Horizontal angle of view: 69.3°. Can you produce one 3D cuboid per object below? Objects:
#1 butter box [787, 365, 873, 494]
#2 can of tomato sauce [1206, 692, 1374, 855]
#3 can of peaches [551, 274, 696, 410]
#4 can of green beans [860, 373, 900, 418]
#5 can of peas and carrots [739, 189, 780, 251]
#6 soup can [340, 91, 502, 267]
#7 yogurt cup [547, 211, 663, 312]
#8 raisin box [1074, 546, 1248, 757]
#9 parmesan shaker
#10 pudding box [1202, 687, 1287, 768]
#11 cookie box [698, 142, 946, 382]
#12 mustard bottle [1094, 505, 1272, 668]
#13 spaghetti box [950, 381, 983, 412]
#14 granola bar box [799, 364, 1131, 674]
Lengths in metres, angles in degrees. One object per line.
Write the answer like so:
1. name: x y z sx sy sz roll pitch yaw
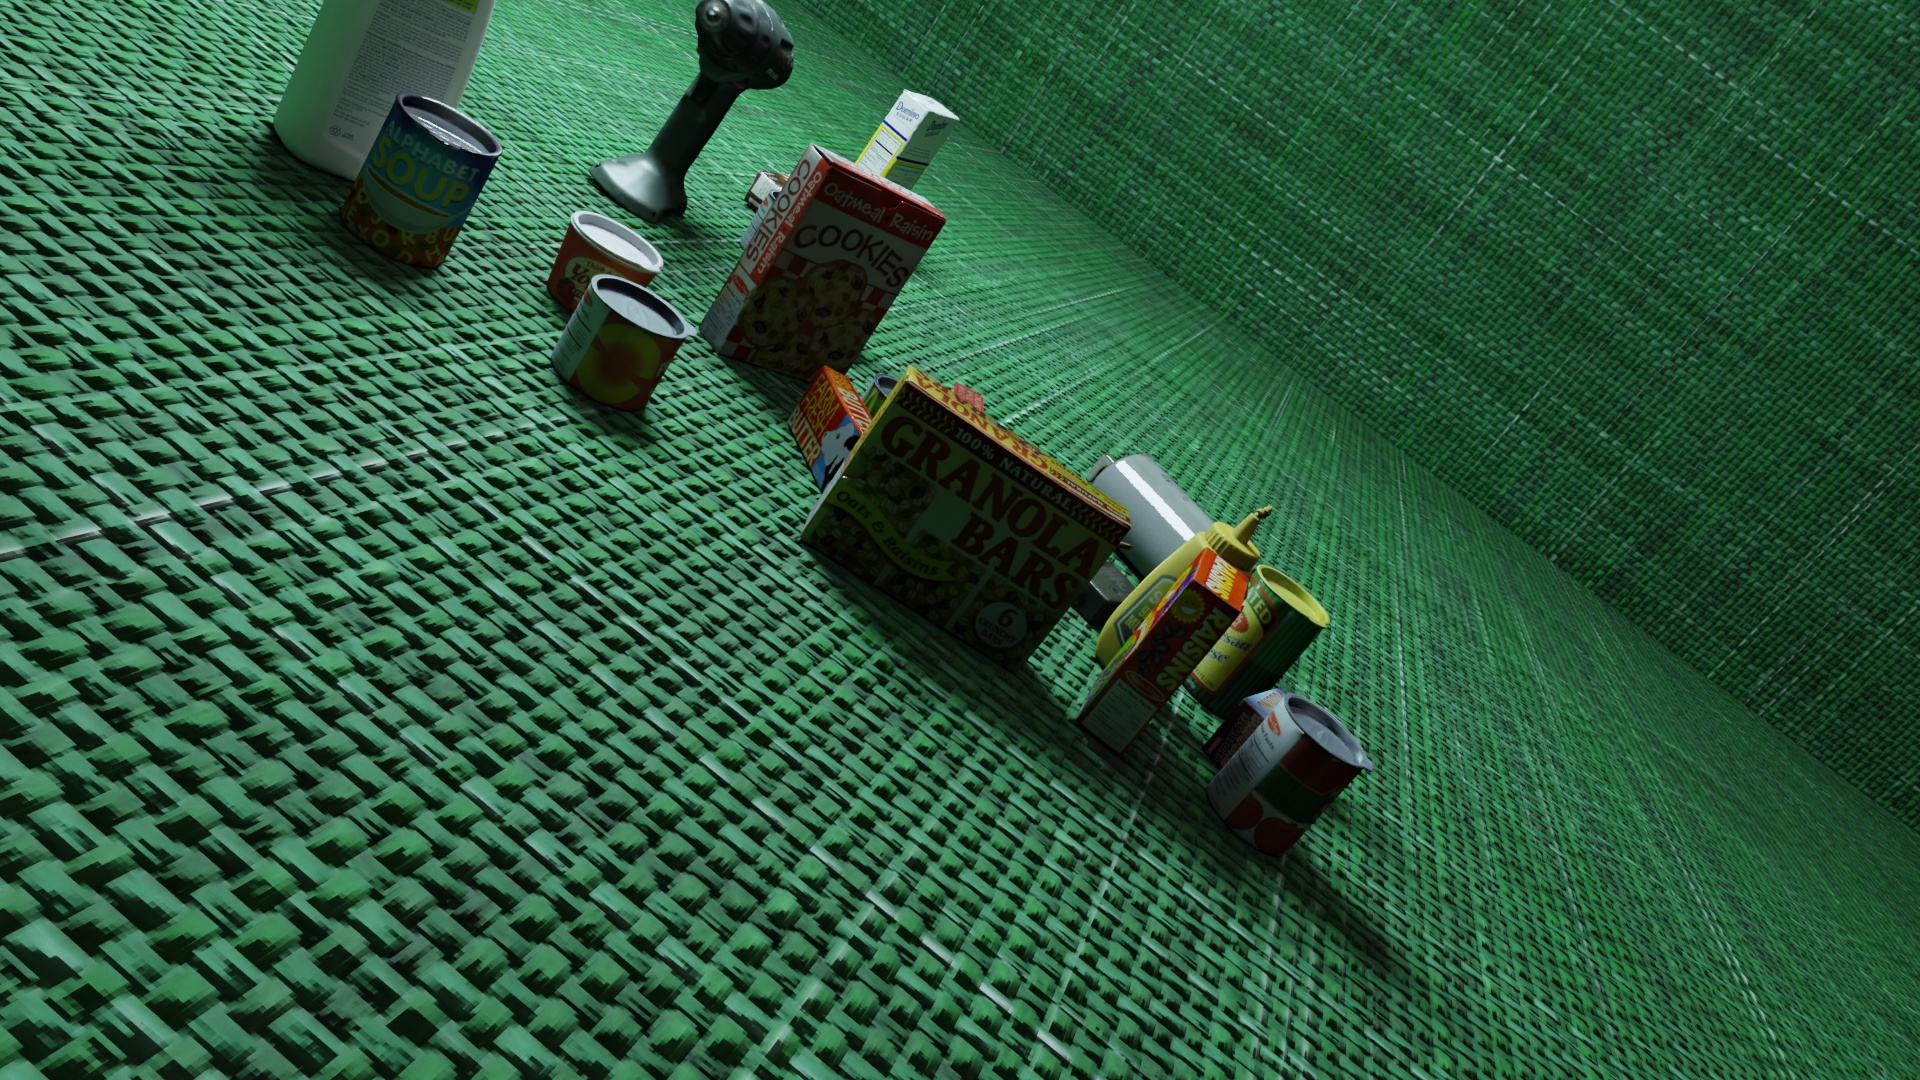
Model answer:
1. butter box: -0.086 -0.073 0.961 0.024 0.053 0.104 22 24 -35
2. can of tomato sauce: 0.211 0.152 0.894 0.071 0.083 0.071 31 20 -13
3. can of peaches: -0.209 -0.121 0.861 0.071 0.058 0.071 31 20 -13
4. can of green beans: -0.051 -0.081 1.027 0.071 0.057 0.071 31 20 -13
5. can of peas and carrots: -0.163 -0.286 1.307 0.071 0.058 0.071 31 20 -13
6. soup can: -0.329 -0.218 0.845 0.071 0.083 0.071 31 20 -13
7. yogurt cup: -0.246 -0.184 0.950 0.072 0.053 0.073 31 20 -13
8. raisin box: 0.131 0.070 0.888 0.040 0.123 0.086 38 19 5
9. parmesan shaker: 0.219 0.080 1.041 0.071 0.102 0.071 32 20 -13
10. pudding box: 0.209 0.134 0.981 0.030 0.049 0.084 44 21 22
11. cookie box: -0.103 -0.203 1.057 0.123 0.167 0.040 13 29 -47
12. mustard bottle: 0.160 0.035 0.959 0.065 0.159 0.049 43 20 20
13. spaghetti box: -0.007 -0.062 1.069 0.028 0.050 0.251 32 20 -12
14. granola bar box: 0.003 -0.011 0.861 0.165 0.123 0.039 33 20 -9
